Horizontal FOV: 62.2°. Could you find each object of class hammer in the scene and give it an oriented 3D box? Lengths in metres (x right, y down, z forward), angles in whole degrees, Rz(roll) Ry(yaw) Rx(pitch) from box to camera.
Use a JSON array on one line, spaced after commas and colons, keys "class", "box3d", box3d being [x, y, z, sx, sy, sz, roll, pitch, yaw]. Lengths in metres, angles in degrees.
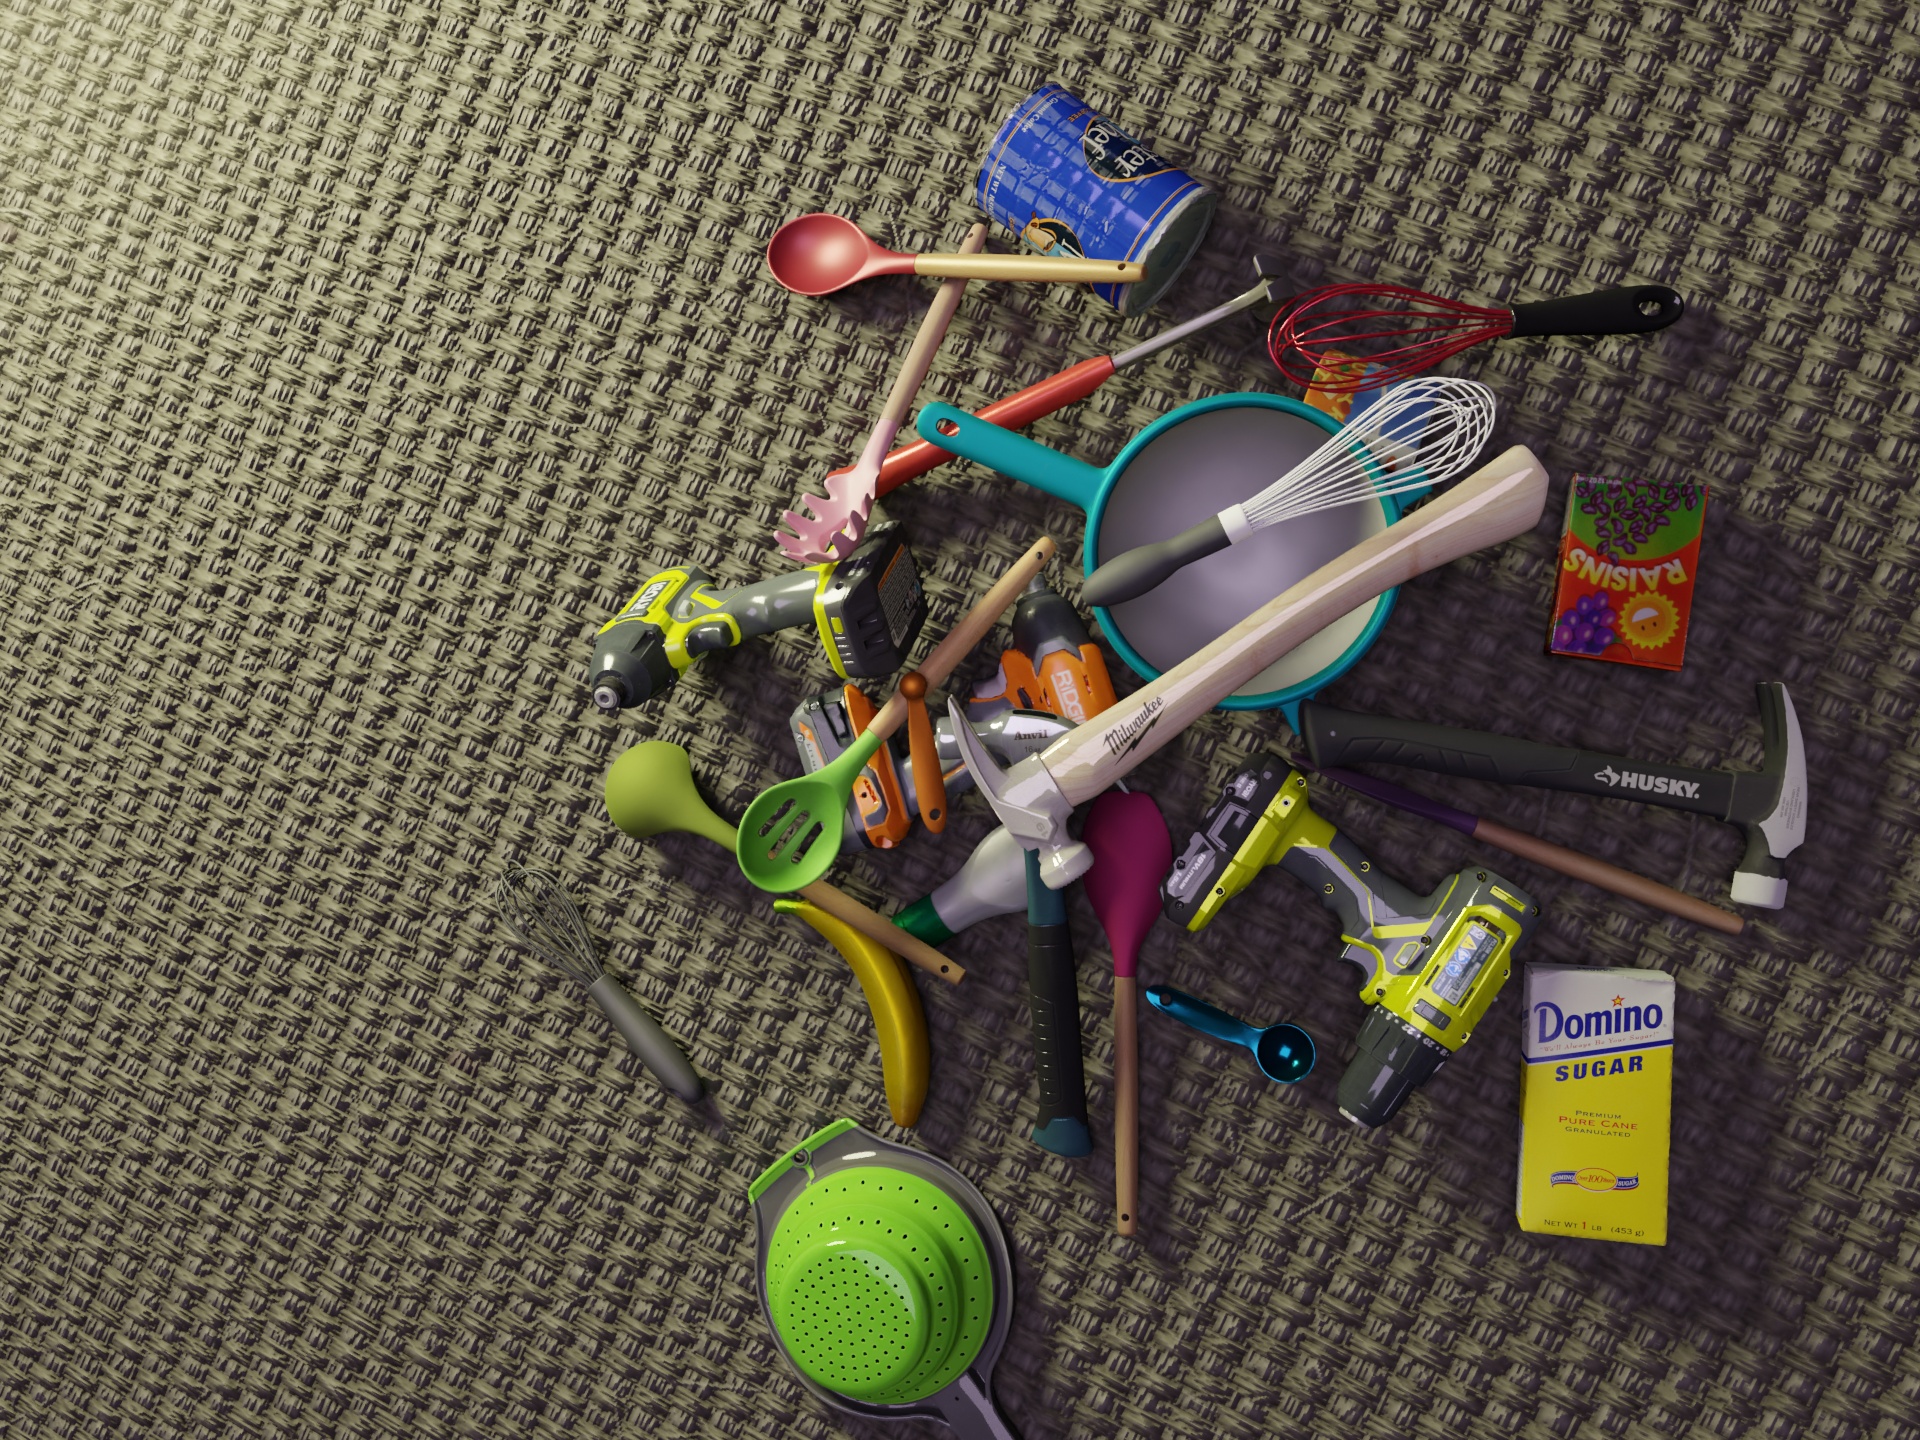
[{"class": "hammer", "box3d": [0.189, -0.059, 1.033, 0.410, 0.038, 0.146, -34, 94, 6]}, {"class": "hammer", "box3d": [0.061, 0.153, 1.116, 0.128, 0.033, 0.331, -4, 104, 4]}, {"class": "hammer", "box3d": [0.063, -0.229, 1.119, 0.359, 0.149, 0.036, -22, 93, 18]}, {"class": "hammer", "box3d": [0.389, 0.025, 1.049, 0.335, 0.035, 0.146, 9, 91, 1]}]

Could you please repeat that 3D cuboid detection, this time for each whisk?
[{"class": "whisk", "box3d": [0.342, -0.260, 1.049, 0.295, 0.073, 0.073, -8, 88, -10]}, {"class": "whisk", "box3d": [0.206, -0.139, 1.016, 0.284, 0.070, 0.070, -26, 84, 14]}, {"class": "whisk", "box3d": [-0.278, 0.202, 1.231, 0.055, 0.055, 0.239, -42, 85, 9]}]

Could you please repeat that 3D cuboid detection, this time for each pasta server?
[{"class": "pasta server", "box3d": [-0.044, -0.235, 1.120, 0.060, 0.040, 0.316, 5, 62, 36]}]

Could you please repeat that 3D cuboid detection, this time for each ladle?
[{"class": "ladle", "box3d": [-0.132, 0.110, 1.181, 0.320, 0.062, 0.078, 29, 85, 14]}, {"class": "ladle", "box3d": [-0.008, -0.327, 1.138, 0.315, 0.031, 0.069, 13, 79, 32]}]

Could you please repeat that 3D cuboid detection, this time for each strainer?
[{"class": "strainer", "box3d": [0.132, -0.142, 1.095, 0.340, 0.095, 0.211, 23, 101, 2]}]

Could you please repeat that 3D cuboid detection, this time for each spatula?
[{"class": "spatula", "box3d": [0.374, 0.082, 1.081, 0.316, 0.060, 0.018, 21, 101, 7]}]

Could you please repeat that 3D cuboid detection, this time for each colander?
[{"class": "colander", "box3d": [-0.019, 0.483, 1.141, 0.204, 0.094, 0.397, -38, 81, 10]}]

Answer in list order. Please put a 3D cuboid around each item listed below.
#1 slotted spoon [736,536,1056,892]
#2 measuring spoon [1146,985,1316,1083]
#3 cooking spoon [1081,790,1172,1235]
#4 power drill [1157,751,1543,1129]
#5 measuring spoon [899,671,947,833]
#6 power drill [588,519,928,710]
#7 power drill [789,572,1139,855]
[{"class": "slotted spoon", "box3d": [-0.040, -0.008, 1.105, 0.070, 0.031, 0.314, 42, 88, -9]}, {"class": "measuring spoon", "box3d": [0.194, 0.218, 1.138, 0.129, 0.021, 0.042, 22, 97, 21]}, {"class": "cooking spoon", "box3d": [0.119, 0.210, 1.148, 0.069, 0.017, 0.319, -1, 88, 20]}, {"class": "power drill", "box3d": [0.252, 0.146, 1.086, 0.228, 0.080, 0.190, 34, 90, 9]}, {"class": "measuring spoon", "box3d": [-0.024, 0.024, 1.095, 0.021, 0.011, 0.117, -12, 103, -15]}, {"class": "power drill", "box3d": [-0.148, -0.067, 1.130, 0.223, 0.171, 0.080, -9, 116, 17]}, {"class": "power drill", "box3d": [-0.002, -0.004, 1.152, 0.226, 0.084, 0.164, -18, 85, 8]}]
